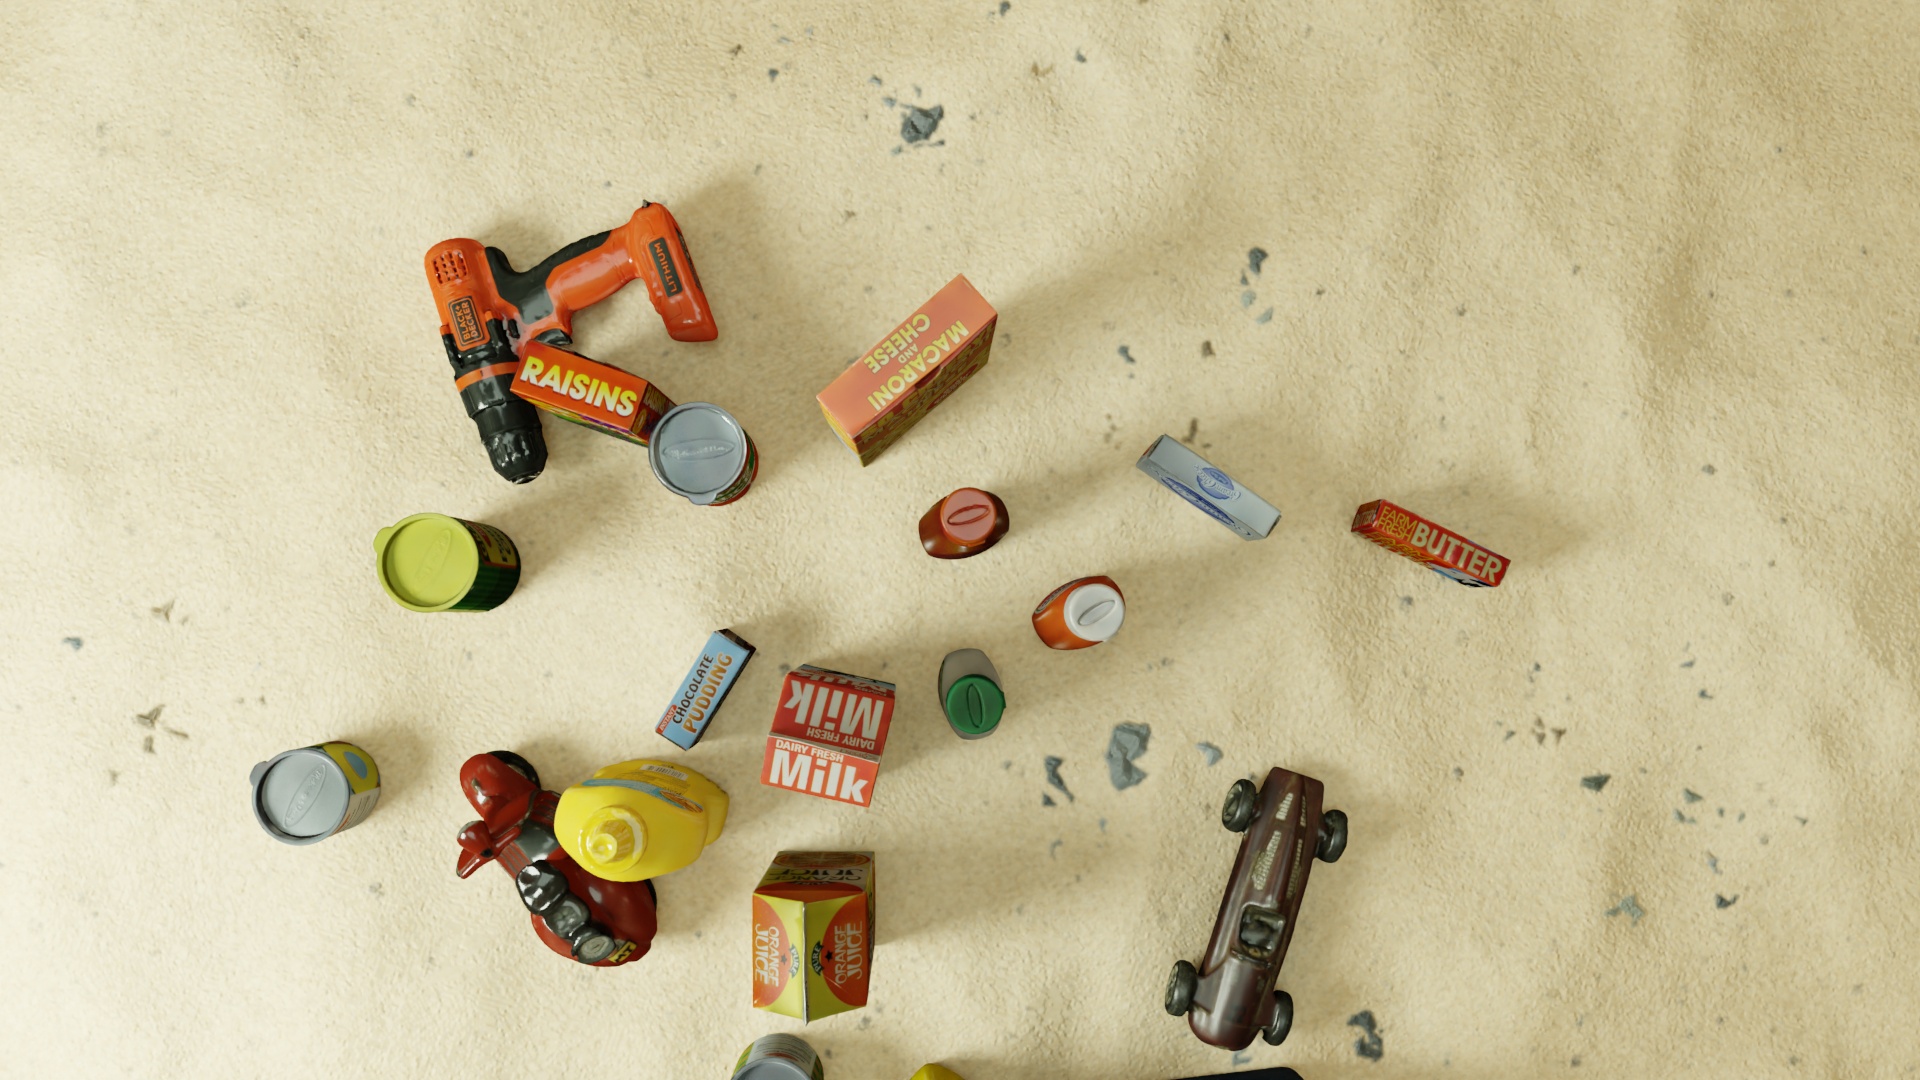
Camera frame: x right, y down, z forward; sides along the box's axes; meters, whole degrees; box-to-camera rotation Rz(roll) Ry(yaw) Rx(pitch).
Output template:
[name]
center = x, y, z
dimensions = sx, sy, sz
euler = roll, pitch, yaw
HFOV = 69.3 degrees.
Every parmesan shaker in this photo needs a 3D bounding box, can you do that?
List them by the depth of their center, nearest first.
[parmesan shaker]
center = -0.353, 0.015, 0.961
dimensions = 0.071, 0.103, 0.071
euler = 0, 87, -2

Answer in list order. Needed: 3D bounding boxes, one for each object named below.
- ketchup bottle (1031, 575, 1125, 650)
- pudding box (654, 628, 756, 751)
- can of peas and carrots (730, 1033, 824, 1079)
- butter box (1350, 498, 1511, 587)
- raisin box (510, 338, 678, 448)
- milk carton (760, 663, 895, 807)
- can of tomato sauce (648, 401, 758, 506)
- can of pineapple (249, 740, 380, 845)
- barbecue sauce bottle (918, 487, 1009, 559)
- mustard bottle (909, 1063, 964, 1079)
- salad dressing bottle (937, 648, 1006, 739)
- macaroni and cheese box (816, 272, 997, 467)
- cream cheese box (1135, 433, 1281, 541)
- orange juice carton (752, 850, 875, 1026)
[ketchup bottle]
center = 0.085, 0.050, 0.950
dimensions = 0.065, 0.148, 0.043
euler = -32, 88, -3
[pudding box]
center = -0.181, 0.105, 0.988
dimensions = 0.030, 0.049, 0.084
euler = 31, 86, 0
[can of peas and carrots]
center = -0.130, 0.387, 0.968
dimensions = 0.071, 0.058, 0.071
euler = 0, 87, -2
[butter box]
center = 0.340, 0.003, 1.009
dimensions = 0.103, 0.053, 0.024
euler = 26, 87, 0
[raisin box]
center = -0.249, -0.098, 0.961
dimensions = 0.086, 0.123, 0.040
euler = 20, 87, -1
[milk carton]
center = -0.085, 0.128, 0.919
dimensions = 0.072, 0.190, 0.073
euler = 13, 87, -1
[can of tomato sauce]
center = -0.179, -0.057, 0.981
dimensions = 0.071, 0.083, 0.071
euler = 0, 87, -2
[can of pineapple]
center = -0.450, 0.174, 0.971
dimensions = 0.071, 0.058, 0.071
euler = 0, 87, -2
[barbecue sauce bottle]
center = 0.003, -0.012, 0.951
dimensions = 0.065, 0.148, 0.043
euler = -16, 88, -2
[mustard bottle]
center = -0.011, 0.398, 0.920
dimensions = 0.065, 0.160, 0.049
euler = 36, 87, 0
[salad dressing bottle]
center = 0.008, 0.106, 0.945
dimensions = 0.044, 0.147, 0.064
euler = -9, 87, -2
[macaroni and cheese box]
center = -0.034, -0.111, 0.947
dimensions = 0.124, 0.166, 0.040
euler = -41, 89, -3
[cream cheese box]
center = 0.179, -0.038, 1.006
dimensions = 0.104, 0.053, 0.024
euler = 34, 87, 0
[orange juice carton]
center = -0.094, 0.255, 0.910
dimensions = 0.073, 0.192, 0.072
euler = 0, 87, -2
